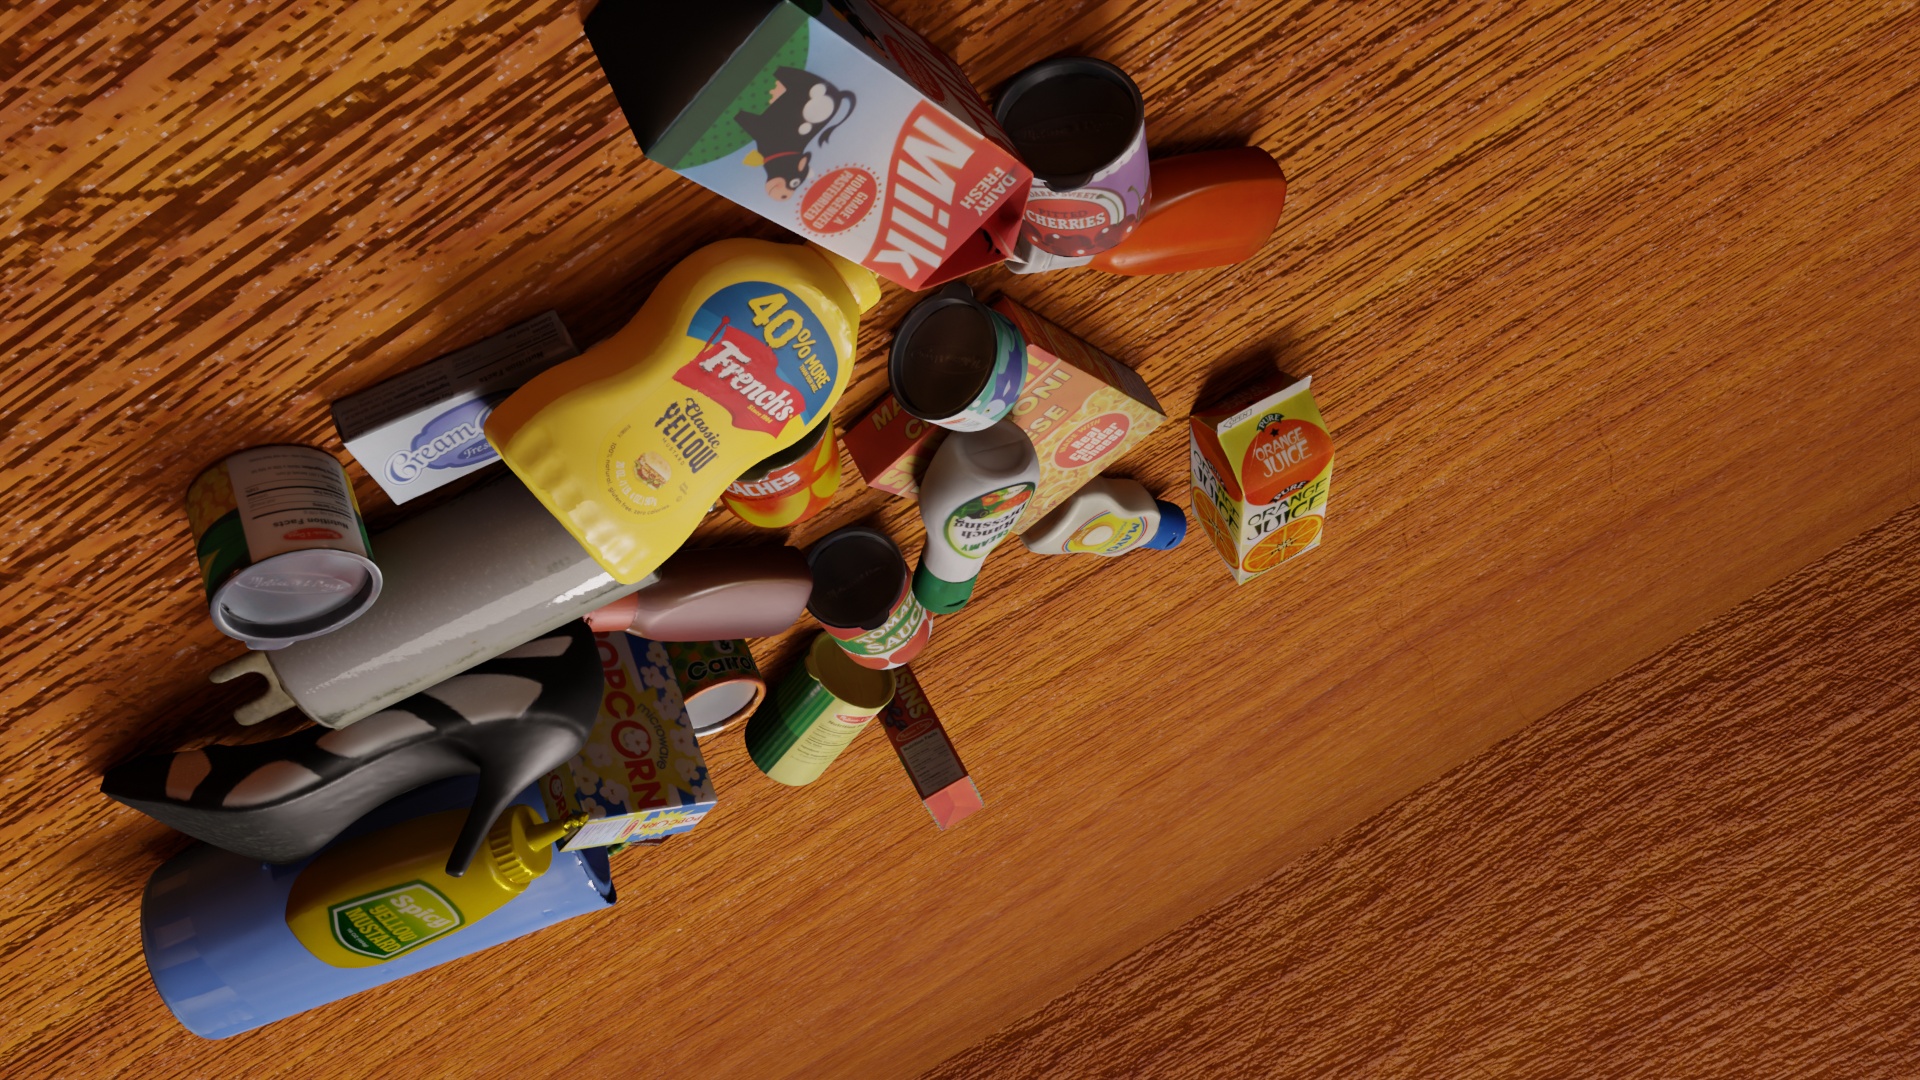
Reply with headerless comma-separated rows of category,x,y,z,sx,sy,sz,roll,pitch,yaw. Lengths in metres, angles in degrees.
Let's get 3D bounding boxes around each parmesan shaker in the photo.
parmesan shaker,-0.102,0.117,0.970,0.071,0.071,0.102,0,142,-44

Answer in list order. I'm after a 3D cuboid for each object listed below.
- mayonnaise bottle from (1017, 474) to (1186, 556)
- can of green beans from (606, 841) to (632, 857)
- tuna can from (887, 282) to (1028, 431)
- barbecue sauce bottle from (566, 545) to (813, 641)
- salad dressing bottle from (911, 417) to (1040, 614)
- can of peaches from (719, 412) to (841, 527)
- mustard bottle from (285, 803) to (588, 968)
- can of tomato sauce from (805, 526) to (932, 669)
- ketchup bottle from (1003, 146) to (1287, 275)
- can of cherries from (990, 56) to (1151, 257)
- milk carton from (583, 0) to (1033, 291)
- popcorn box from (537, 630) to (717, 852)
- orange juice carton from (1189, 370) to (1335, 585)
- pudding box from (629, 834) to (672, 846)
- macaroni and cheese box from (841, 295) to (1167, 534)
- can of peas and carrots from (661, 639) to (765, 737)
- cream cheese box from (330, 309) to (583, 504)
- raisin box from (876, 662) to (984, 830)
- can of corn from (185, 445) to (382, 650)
mayonnaise bottle,0.103,-0.016,0.960,0.148,0.041,0.064,6,135,-48
can of green beans,-0.258,0.182,0.940,0.071,0.058,0.071,-23,153,-12
tuna can,-0.001,-0.092,0.703,0.071,0.071,0.033,-40,152,21
barbecue sauce bottle,-0.159,0.031,0.788,0.149,0.044,0.064,0,142,-43
salad dressing bottle,0.003,-0.010,0.780,0.064,0.044,0.146,-17,153,-23
can of peaches,-0.094,-0.045,0.685,0.071,0.071,0.057,-24,154,-10
mustard bottle,-0.266,0.171,0.720,0.160,0.049,0.065,-23,126,8
can of tomato sauce,-0.056,0.039,0.871,0.071,0.071,0.083,-28,154,-1
ketchup bottle,0.090,-0.160,0.692,0.149,0.044,0.064,-14,149,-27
can of cherries,0.049,-0.166,0.612,0.071,0.072,0.058,-28,154,-2
milk carton,-0.040,-0.159,0.535,0.073,0.072,0.190,-41,151,22
popcorn box,-0.199,0.105,0.784,0.085,0.127,0.038,1,145,-45
orange juice carton,0.209,-0.049,0.969,0.072,0.073,0.192,-27,153,-3
pudding box,-0.239,0.200,1.021,0.049,0.030,0.083,-39,152,18
macaroni and cheese box,0.029,-0.066,0.802,0.123,0.040,0.166,-39,152,21
can of peas and carrots,-0.159,0.079,0.854,0.071,0.059,0.070,-23,153,-12
cream cheese box,-0.210,-0.058,0.602,0.104,0.024,0.053,-26,152,-7
raisin box,-0.032,0.141,1.013,0.040,0.124,0.085,-28,154,-4
can of corn,-0.290,0.003,0.593,0.071,0.058,0.071,-23,153,-12
